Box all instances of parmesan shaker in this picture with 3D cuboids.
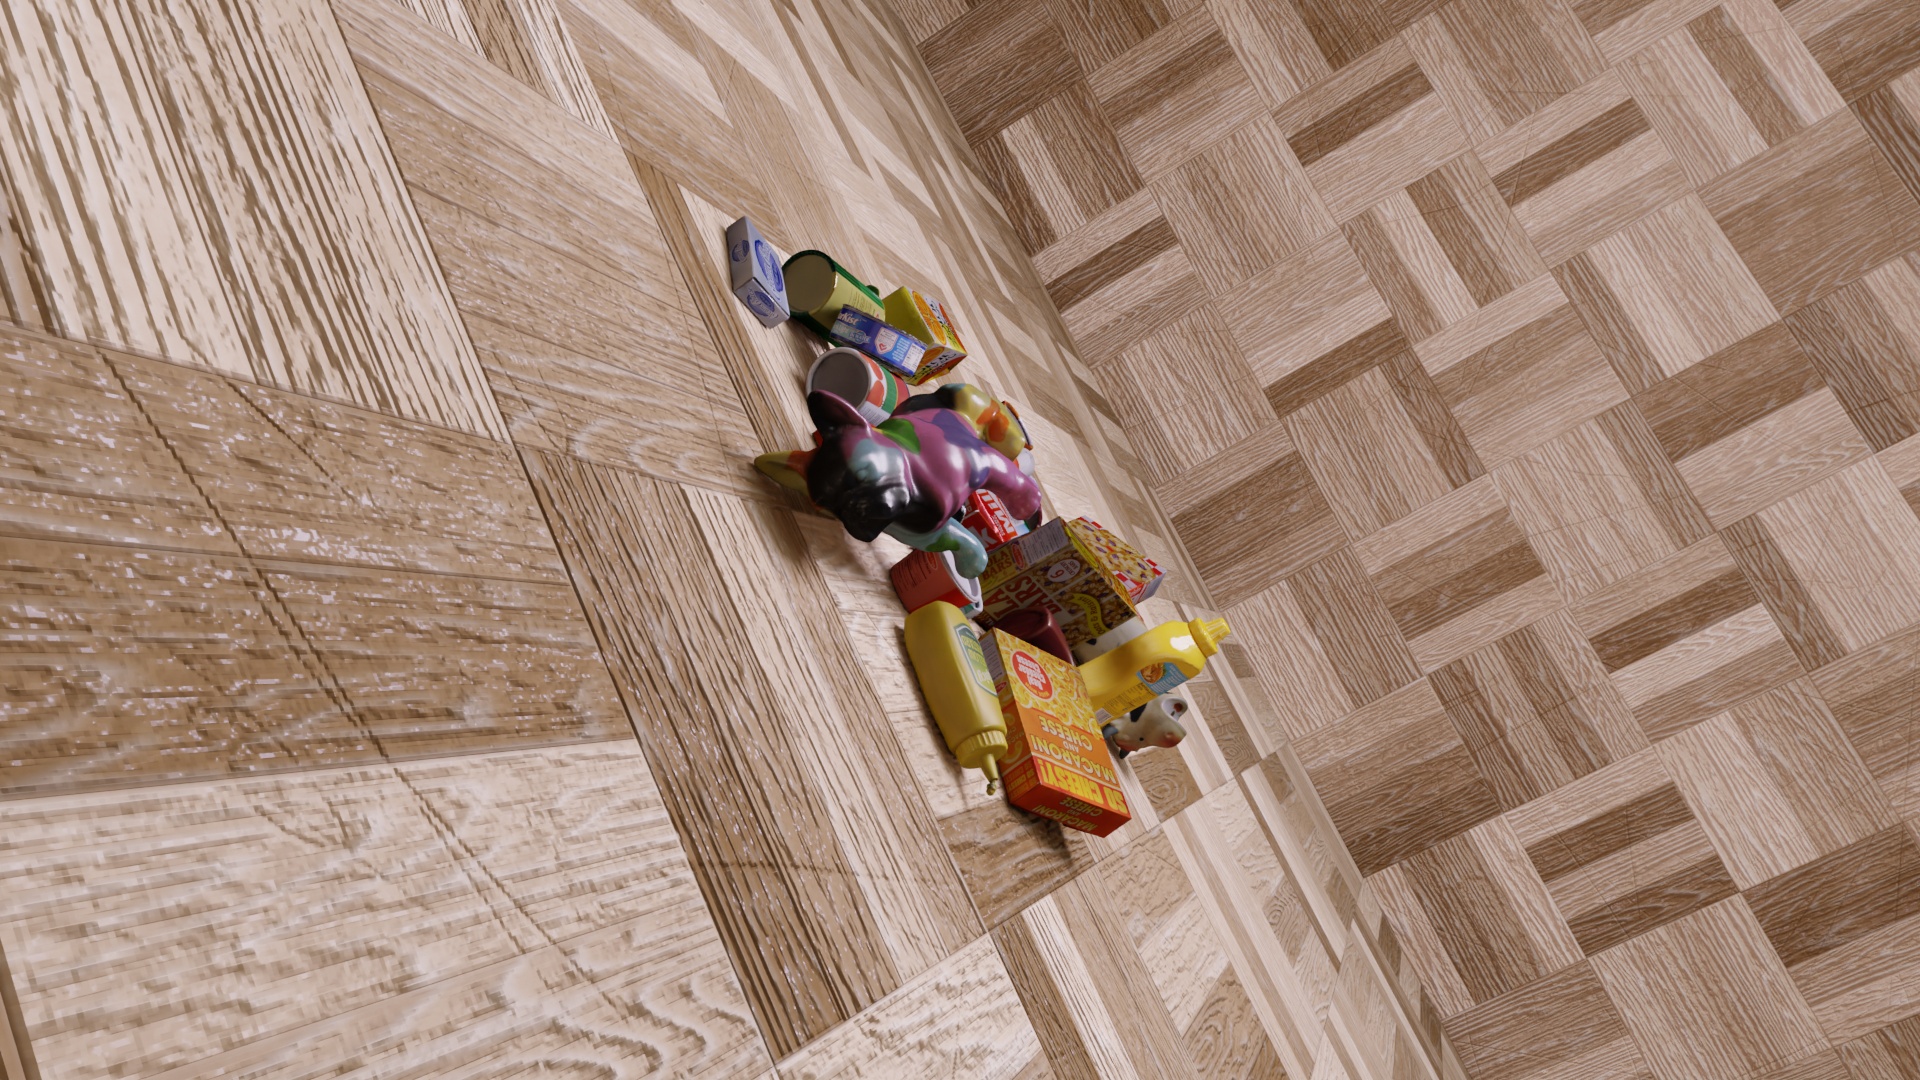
[{"bbox_3d":[-0.121,-0.228,1.308,0.071,0.071,0.103,66,15,21],"label":"parmesan shaker"}]

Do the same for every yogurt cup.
[{"bbox_3d":[-0.022,0.033,1.166,0.072,0.054,0.073,55,15,-22],"label":"yogurt cup"}]

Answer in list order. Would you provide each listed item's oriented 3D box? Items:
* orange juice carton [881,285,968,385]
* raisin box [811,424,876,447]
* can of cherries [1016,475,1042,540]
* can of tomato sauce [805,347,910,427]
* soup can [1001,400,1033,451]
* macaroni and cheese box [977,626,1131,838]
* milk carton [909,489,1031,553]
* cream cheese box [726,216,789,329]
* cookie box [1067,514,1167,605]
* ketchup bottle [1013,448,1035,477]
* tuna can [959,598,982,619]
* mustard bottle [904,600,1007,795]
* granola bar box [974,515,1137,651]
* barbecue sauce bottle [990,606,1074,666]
[{"bbox_3d":[-0.050,-0.224,1.549,0.072,0.073,0.193,61,13,5],"label":"orange juice carton"},{"bbox_3d":[-0.072,-0.056,1.203,0.086,0.040,0.123,63,13,16],"label":"raisin box"},{"bbox_3d":[0.062,-0.039,1.577,0.071,0.071,0.059,54,15,-25],"label":"can of cherries"},{"bbox_3d":[-0.091,-0.131,1.228,0.071,0.071,0.083,64,15,16],"label":"can of tomato sauce"},{"bbox_3d":[0.031,-0.113,1.588,0.071,0.083,0.071,55,15,-22],"label":"soup can"},{"bbox_3d":[0.076,0.169,1.216,0.123,0.040,0.167,28,32,-38],"label":"macaroni and cheese box"},{"bbox_3d":[0.005,-0.017,1.327,0.073,0.072,0.191,61,13,2],"label":"milk carton"},{"bbox_3d":[-0.178,-0.235,1.219,0.053,0.024,0.104,48,19,-41],"label":"cream cheese box"},{"bbox_3d":[0.144,0.032,1.572,0.123,0.040,0.168,36,28,21],"label":"cookie box"},{"bbox_3d":[0.030,-0.075,1.495,0.149,0.043,0.065,-17,72,-56],"label":"ketchup bottle"},{"bbox_3d":[-0.011,0.040,1.236,0.071,0.033,0.071,55,15,-22],"label":"tuna can"},{"bbox_3d":[0.003,0.125,1.081,0.065,0.048,0.161,36,28,-56],"label":"mustard bottle"},{"bbox_3d":[0.084,0.055,1.351,0.165,0.124,0.039,43,22,-50],"label":"granola bar box"},{"bbox_3d":[0.083,0.130,1.336,0.044,0.065,0.148,-98,164,-51],"label":"barbecue sauce bottle"}]
